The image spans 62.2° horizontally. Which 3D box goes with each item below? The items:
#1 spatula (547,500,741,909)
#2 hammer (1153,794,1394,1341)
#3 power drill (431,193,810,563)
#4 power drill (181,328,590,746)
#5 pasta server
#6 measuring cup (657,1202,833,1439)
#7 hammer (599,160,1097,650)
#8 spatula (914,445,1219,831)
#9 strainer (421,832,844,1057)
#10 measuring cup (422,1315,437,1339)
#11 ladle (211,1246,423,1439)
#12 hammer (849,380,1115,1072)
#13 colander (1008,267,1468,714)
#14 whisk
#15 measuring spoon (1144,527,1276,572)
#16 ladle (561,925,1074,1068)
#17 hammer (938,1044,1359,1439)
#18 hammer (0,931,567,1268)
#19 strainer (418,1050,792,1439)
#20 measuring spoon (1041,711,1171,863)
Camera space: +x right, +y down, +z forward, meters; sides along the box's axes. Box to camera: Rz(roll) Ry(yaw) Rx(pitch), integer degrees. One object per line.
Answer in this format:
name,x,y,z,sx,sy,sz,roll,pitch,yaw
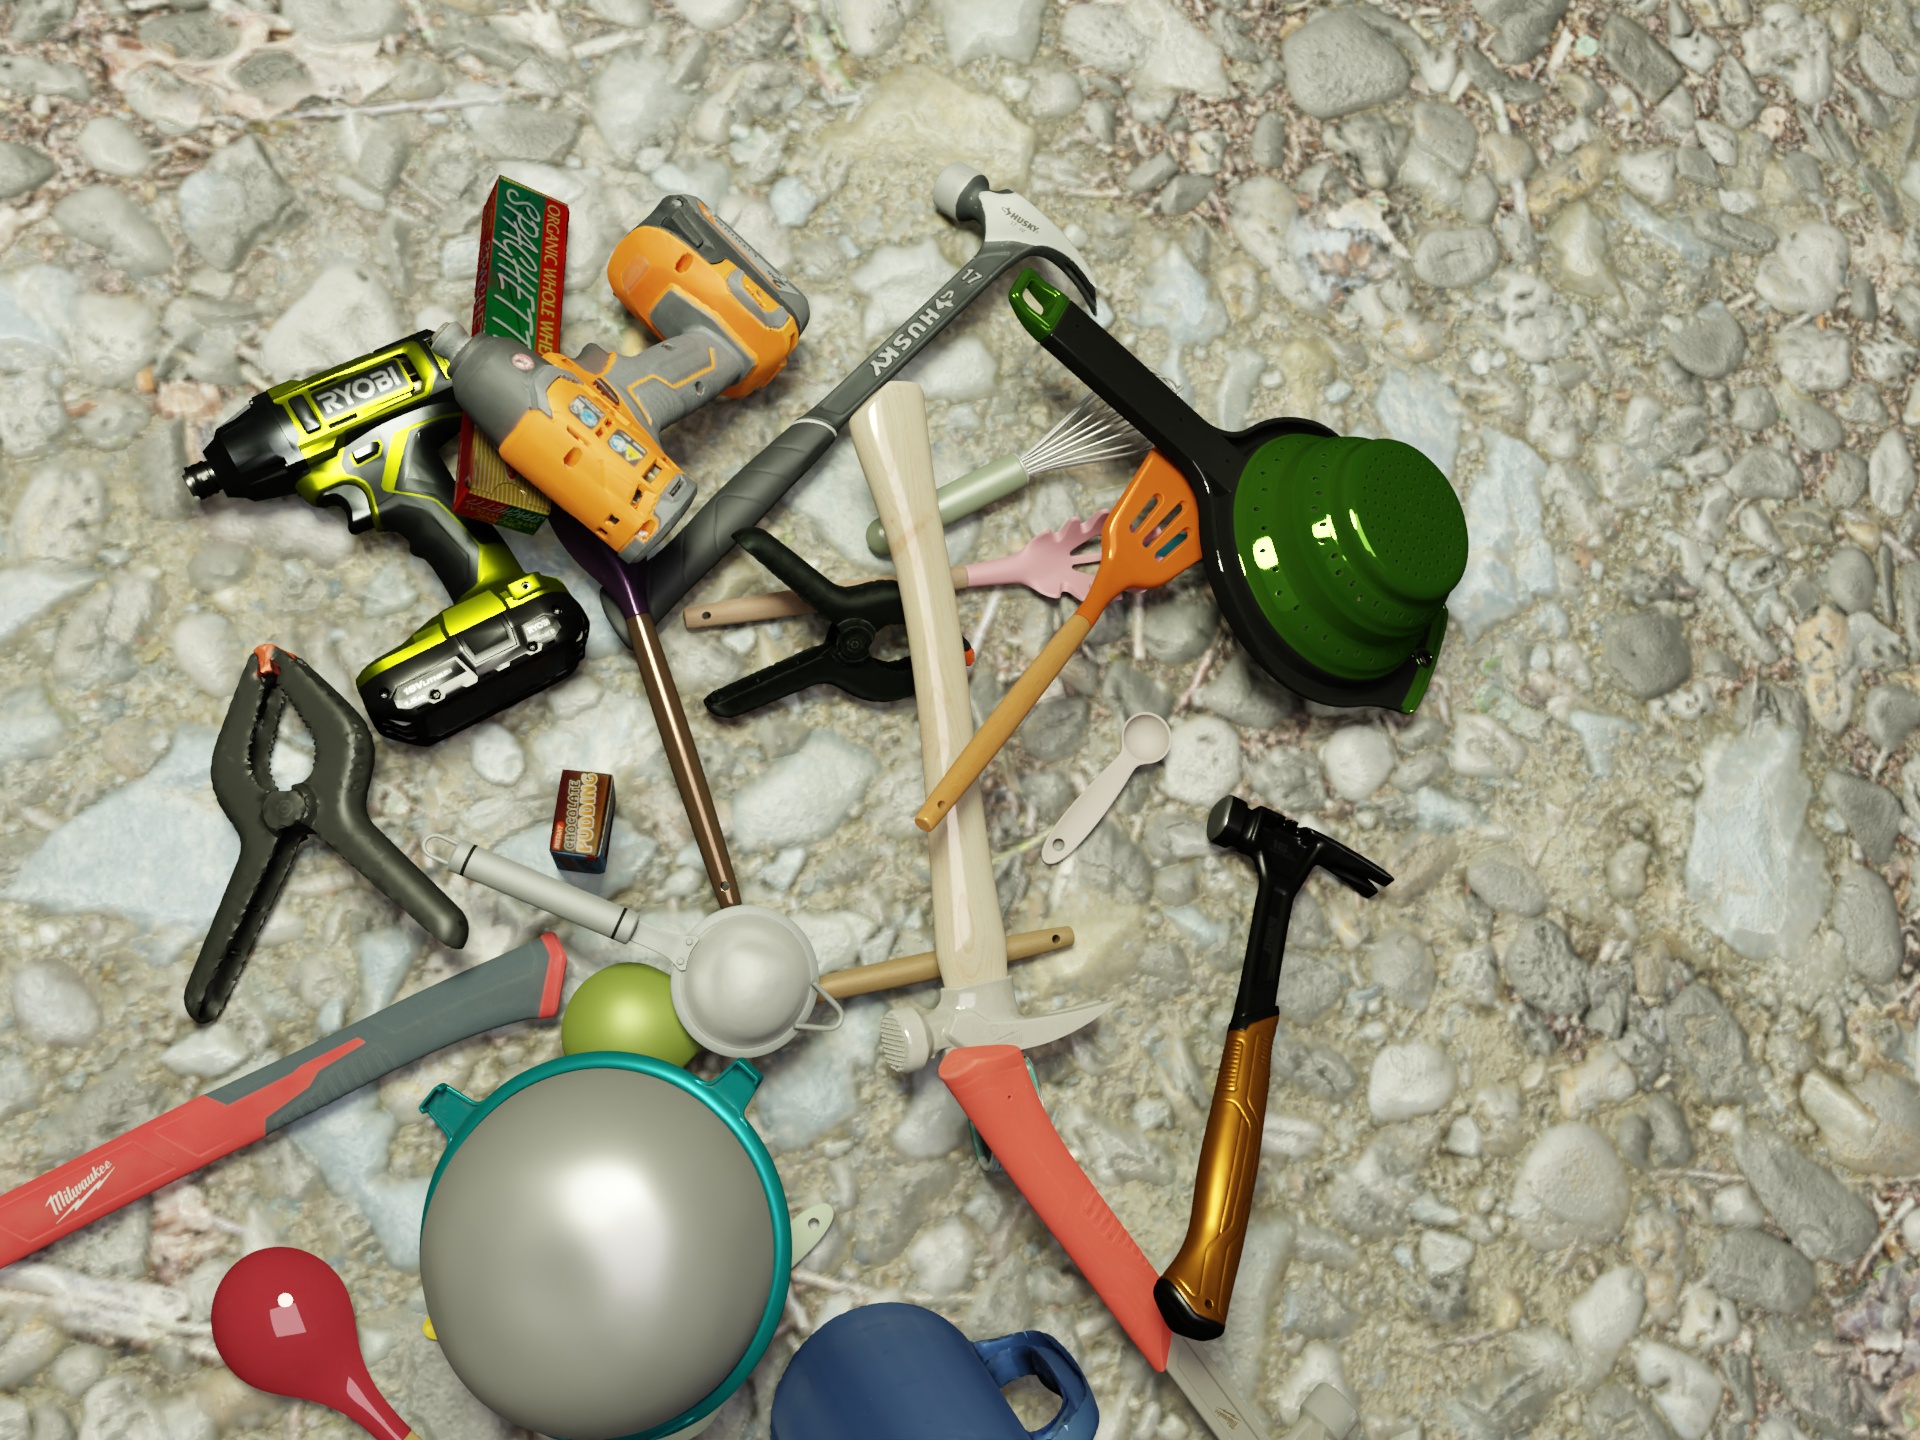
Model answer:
spatula,-0.188,-0.037,0.954,0.060,0.018,0.316,-19,85,-6
hammer,0.181,0.208,0.969,0.127,0.034,0.337,25,57,-8
power drill,-0.198,-0.216,0.942,0.164,0.084,0.227,40,47,-16
power drill,-0.336,-0.105,0.942,0.171,0.080,0.223,-29,82,-18
pasta server,-0.021,-0.090,1.032,0.316,0.040,0.060,-10,95,-14
measuring cup,-0.134,0.340,0.908,0.167,0.038,0.083,-42,90,-16
hammer,-0.077,-0.197,1.028,0.149,0.036,0.409,37,75,20
spatula,0.067,-0.048,0.981,0.081,0.041,0.323,46,56,-12
strainer,-0.181,0.120,0.893,0.258,0.050,0.087,24,75,-6
measuring cup,-0.227,0.316,0.905,0.156,0.029,0.062,-19,82,-5
ladle,-0.288,0.411,0.865,0.069,0.031,0.315,-43,92,-18
hammer,-0.002,-0.003,0.972,0.146,0.038,0.411,-6,87,-26
colander,0.202,-0.166,1.020,0.396,0.094,0.205,38,58,-17
whisk,0.045,-0.172,1.063,0.246,0.059,0.057,-28,103,-13
measuring spoon,0.166,-0.120,1.091,0.128,0.021,0.042,3,77,-14
ladle,-0.080,0.162,0.967,0.320,0.062,0.078,-9,83,-22
hammer,0.093,0.337,0.923,0.149,0.037,0.359,-40,104,-19
hammer,-0.404,0.203,0.875,0.386,0.038,0.143,-26,83,-17
strainer,-0.195,0.348,0.826,0.211,0.095,0.340,-6,82,6
measuring spoon,0.093,0.046,1.044,0.034,0.018,0.124,41,79,-2
